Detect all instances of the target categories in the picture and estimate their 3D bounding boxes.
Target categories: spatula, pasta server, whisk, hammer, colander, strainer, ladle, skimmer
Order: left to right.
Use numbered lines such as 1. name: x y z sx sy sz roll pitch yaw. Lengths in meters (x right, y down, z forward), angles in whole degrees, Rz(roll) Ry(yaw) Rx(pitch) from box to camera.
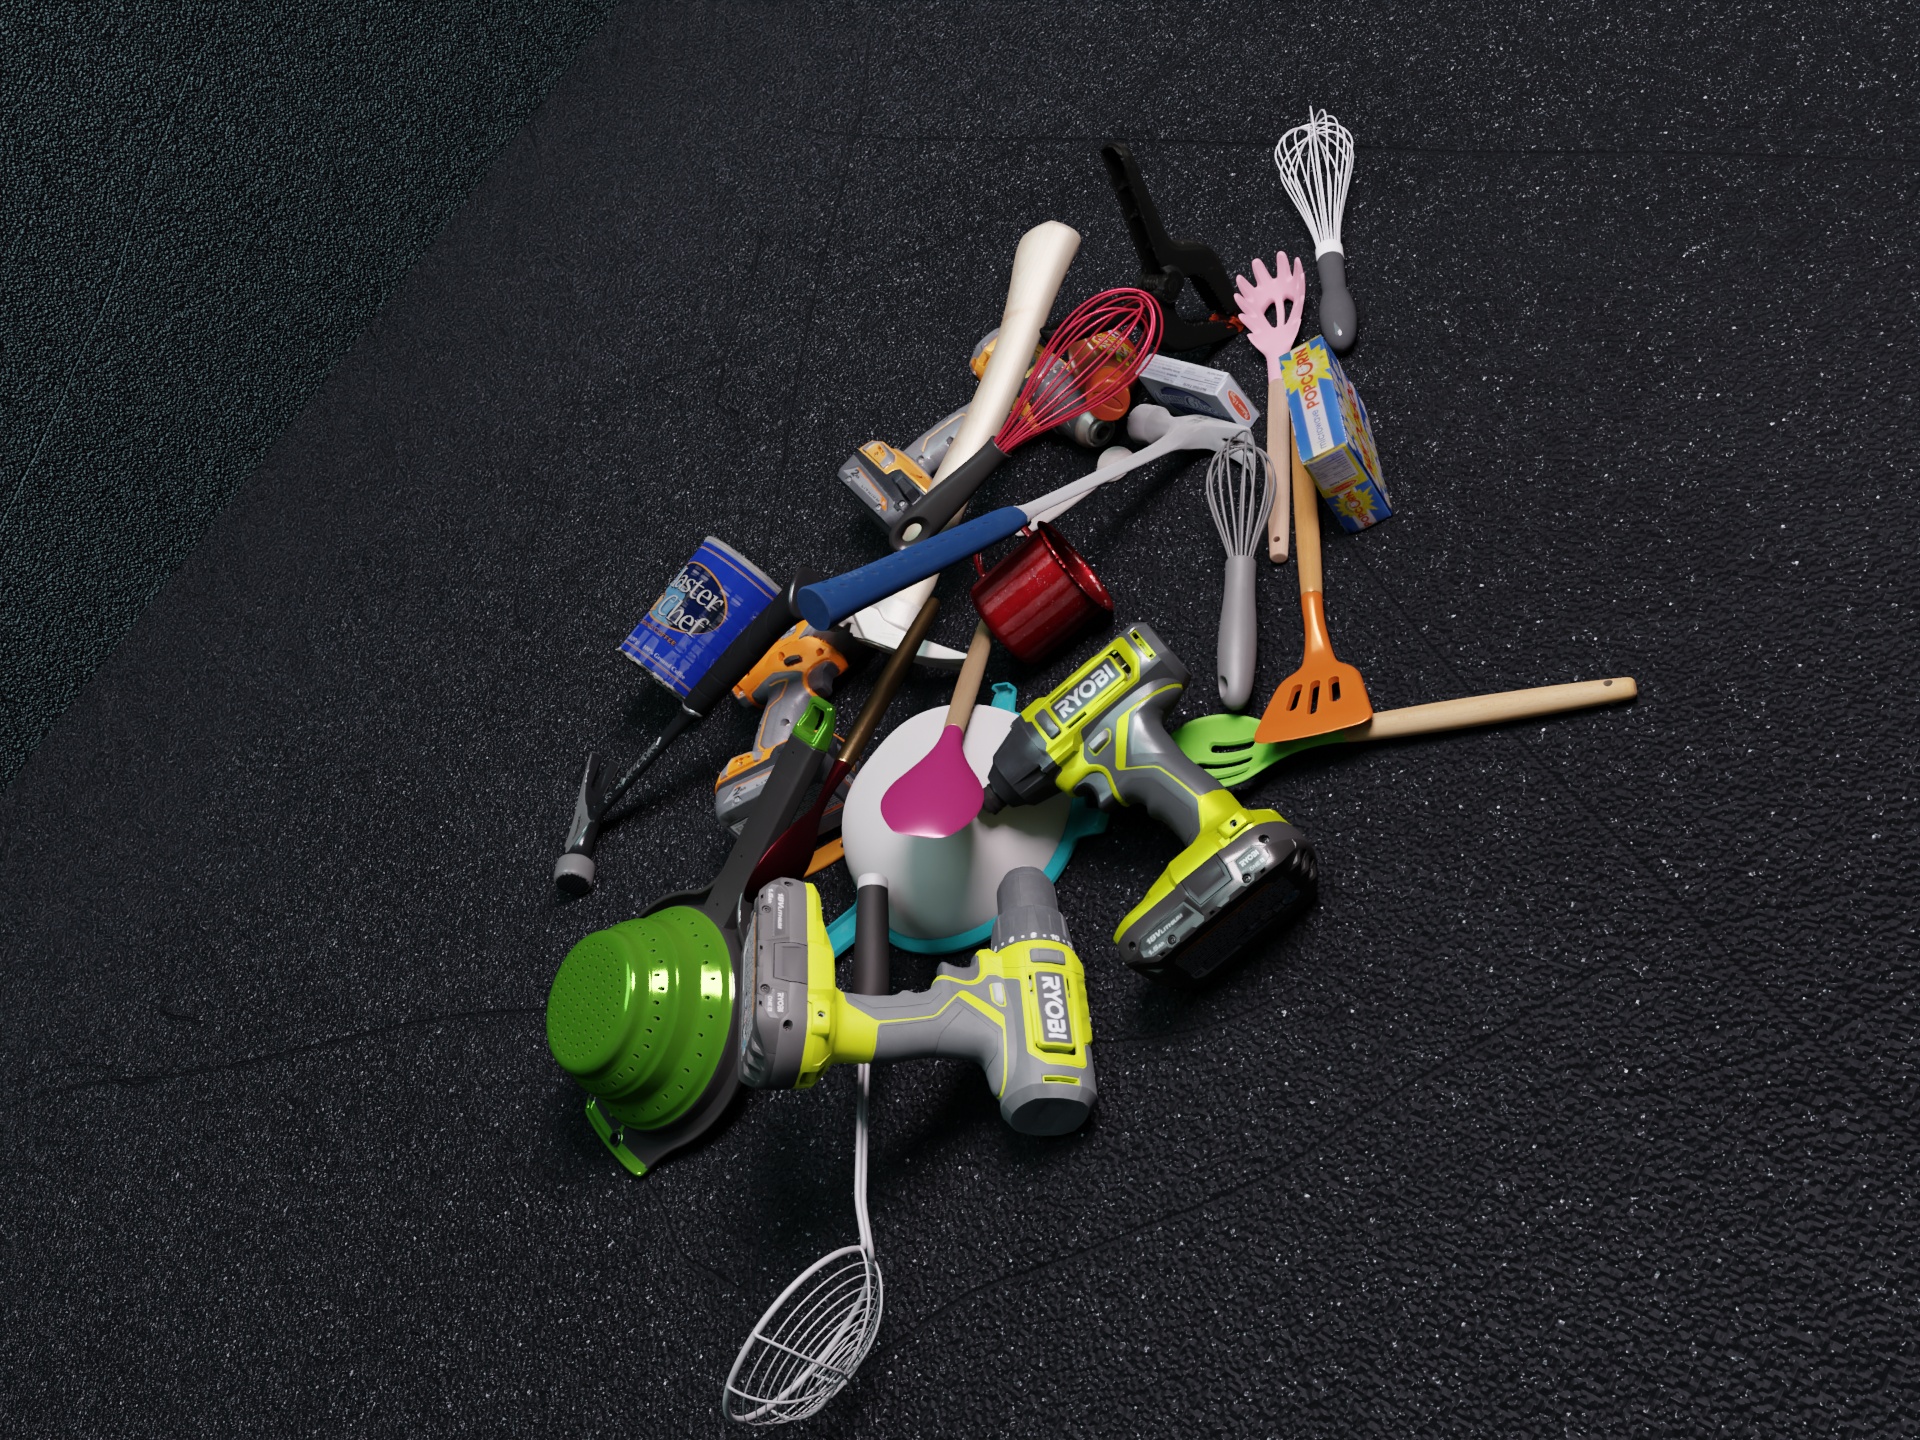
1. colander: -0.216 0.152 1.227 0.205 0.094 0.397 30 95 47
2. hammer: -0.245 -0.003 1.413 0.409 0.036 0.149 -42 32 35
3. skimmer: -0.095 0.271 1.058 0.090 0.127 0.364 -6 58 10
4. ladle: -0.081 0.016 1.226 0.031 0.069 0.316 23 55 7
5. strainer: -0.064 0.104 1.210 0.340 0.095 0.211 -40 40 5
6. hammer: 0.022 -0.242 1.370 0.146 0.038 0.411 20 80 16
7. whisk: 0.046 -0.234 1.275 0.296 0.073 0.073 -42 39 23
8. hammer: 0.055 -0.160 1.221 0.405 0.035 0.144 -28 31 -30
9. whisk: 0.204 -0.113 1.172 0.055 0.055 0.239 -13 57 34
10. pasta server: 0.253 -0.256 1.279 0.060 0.040 0.316 -11 52 25
11. spatula: 0.251 -0.114 1.150 0.081 0.041 0.323 -13 53 25
12. whisk: 0.311 -0.417 1.354 0.070 0.070 0.285 -19 52 29

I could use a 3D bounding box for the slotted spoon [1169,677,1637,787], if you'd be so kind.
1. slotted spoon: 0.279 0.005 1.048 0.314 0.031 0.070 -11 41 32

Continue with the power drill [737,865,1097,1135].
1. power drill: -0.026 0.170 1.051 0.080 0.228 0.191 111 161 -45

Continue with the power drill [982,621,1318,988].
1. power drill: 0.118 0.062 1.063 0.171 0.080 0.223 -41 53 9

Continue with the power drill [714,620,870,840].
1. power drill: -0.131 -0.008 1.375 0.164 0.084 0.227 -27 40 22

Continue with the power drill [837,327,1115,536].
1. power drill: 0.020 -0.246 1.443 0.226 0.084 0.186 -42 47 -2

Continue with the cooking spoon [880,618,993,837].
1. cooking spoon: -0.002 -0.004 1.170 0.069 0.017 0.319 4 30 8

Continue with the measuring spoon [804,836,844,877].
1. measuring spoon: -0.132 0.120 1.320 0.117 0.011 0.021 -29 43 20

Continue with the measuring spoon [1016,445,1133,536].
1. measuring spoon: 0.095 -0.200 1.384 0.124 0.018 0.034 -34 42 16
